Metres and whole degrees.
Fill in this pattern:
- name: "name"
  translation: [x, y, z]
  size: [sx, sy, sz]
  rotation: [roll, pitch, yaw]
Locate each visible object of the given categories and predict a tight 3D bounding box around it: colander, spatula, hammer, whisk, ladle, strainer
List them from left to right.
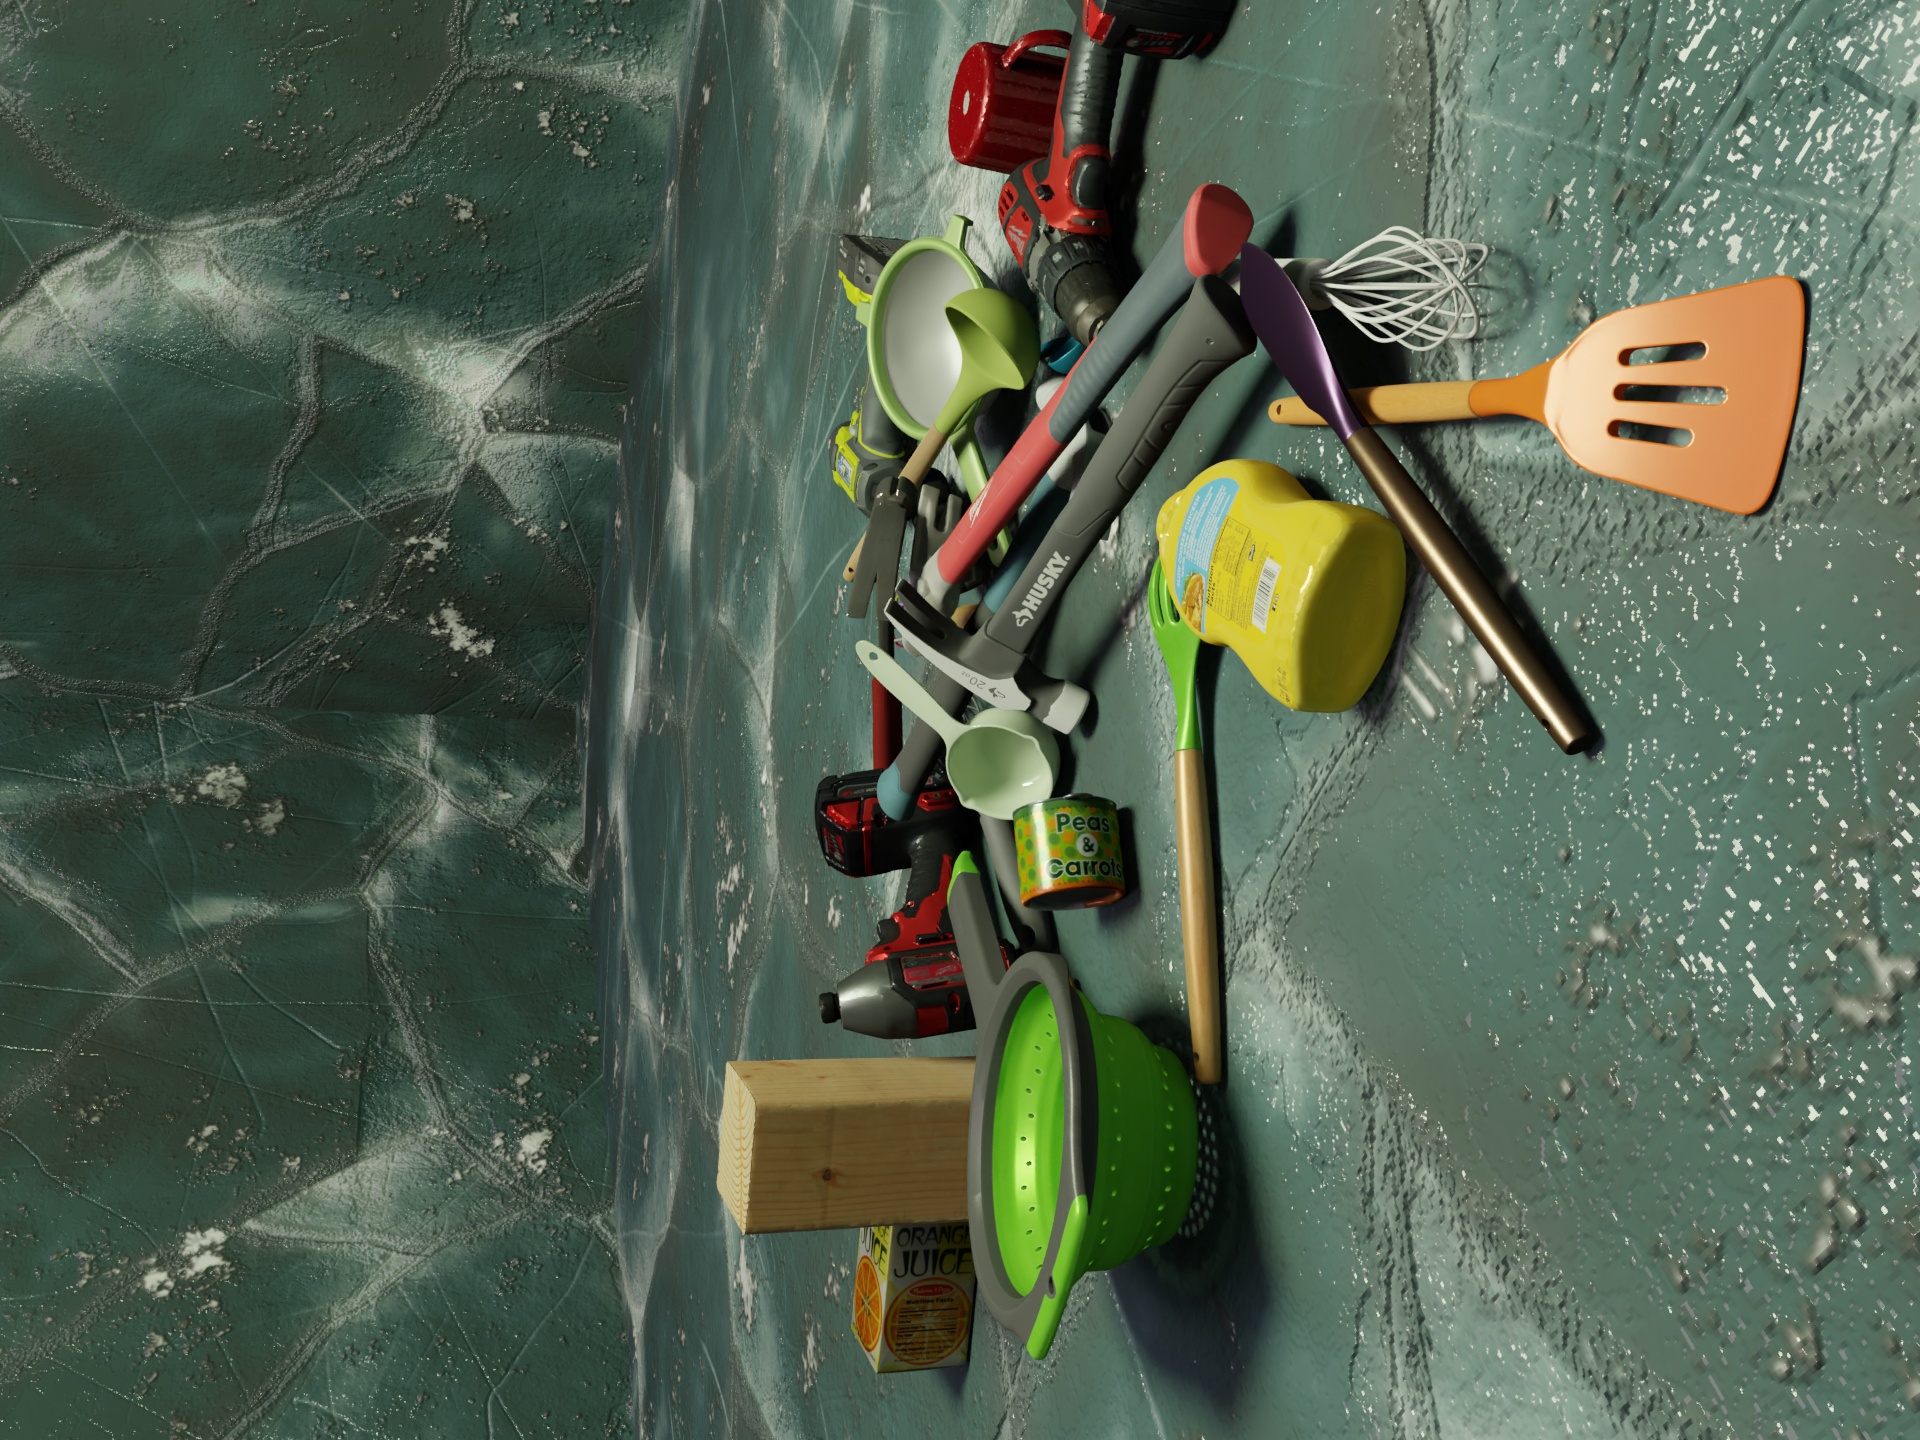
- name: "hammer"
  translation: [-0.058, -0.006, 1.239]
  size: [0.358, 0.036, 0.149]
  rotation: [92, -176, -46]
- name: "ladle"
  translation: [-0.031, -0.195, 1.175]
  size: [0.078, 0.062, 0.320]
  rotation: [45, 138, 5]
- name: "whisk"
  translation: [-0.008, -0.082, 1.253]
  size: [0.245, 0.051, 0.047]
  rotation: [-178, 97, -67]
- name: "strainer"
  translation: [0.014, -0.240, 1.207]
  size: [0.151, 0.069, 0.256]
  rotation: [-26, 80, 51]
- name: "hammer"
  translation: [0.019, -0.069, 1.107]
  size: [0.331, 0.033, 0.128]
  rotation: [-62, 30, 26]
- name: "whisk"
  translation: [0.022, 0.071, 1.144]
  size: [0.055, 0.055, 0.239]
  rotation: [114, 147, -44]
- name: "hammer"
  translation: [0.058, -0.191, 0.983]
  size: [0.386, 0.038, 0.143]
  rotation: [132, 150, -51]
- name: "colander"
  translation: [0.061, 0.199, 0.967]
  size: [0.397, 0.094, 0.204]
  rotation: [-107, 28, -61]
- name: "hammer"
  translation: [0.070, -0.124, 0.931]
  size: [0.334, 0.146, 0.035]
  rotation: [-57, 7, 47]
- name: "whisk"
  translation: [0.177, -0.211, 0.769]
  size: [0.058, 0.059, 0.246]
  rotation: [-45, 22, 1]
- name: "spatula"
  translation: [0.189, -0.110, 0.704]
  size: [0.059, 0.018, 0.316]
  rotation: [79, 171, -54]
- name: "spatula"
  translation: [0.218, -0.136, 0.682]
  size: [0.323, 0.041, 0.081]
  rotation: [-150, 64, -72]

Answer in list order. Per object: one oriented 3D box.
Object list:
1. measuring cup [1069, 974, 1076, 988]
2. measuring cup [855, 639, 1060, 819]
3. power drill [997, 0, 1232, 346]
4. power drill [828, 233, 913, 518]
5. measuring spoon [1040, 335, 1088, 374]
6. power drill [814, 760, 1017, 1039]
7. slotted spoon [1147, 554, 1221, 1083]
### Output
- name: "measuring cup"
  translation: [0.066, 0.242, 1.019]
  size: [0.062, 0.029, 0.157]
  rotation: [139, 130, -62]
- name: "measuring cup"
  translation: [-0.002, -0.003, 1.082]
  size: [0.083, 0.167, 0.038]
  rotation: [-45, 6, 36]
- name: "power drill"
  translation: [0.089, -0.358, 0.986]
  size: [0.188, 0.080, 0.226]
  rotation: [-108, 26, -44]
- name: "power drill"
  translation: [-0.074, -0.310, 1.417]
  size: [0.171, 0.080, 0.223]
  rotation: [-123, 38, -58]
- name: "measuring spoon"
  translation: [0.072, -0.251, 1.098]
  size: [0.042, 0.021, 0.129]
  rotation: [-44, 15, -2]
- name: "power drill"
  translation: [-0.043, 0.137, 1.170]
  size: [0.220, 0.143, 0.078]
  rotation: [-106, 11, -45]
- name: "slotted spoon"
  translation: [0.130, 0.042, 0.888]
  size: [0.070, 0.031, 0.314]
  rotation: [153, 117, -69]
